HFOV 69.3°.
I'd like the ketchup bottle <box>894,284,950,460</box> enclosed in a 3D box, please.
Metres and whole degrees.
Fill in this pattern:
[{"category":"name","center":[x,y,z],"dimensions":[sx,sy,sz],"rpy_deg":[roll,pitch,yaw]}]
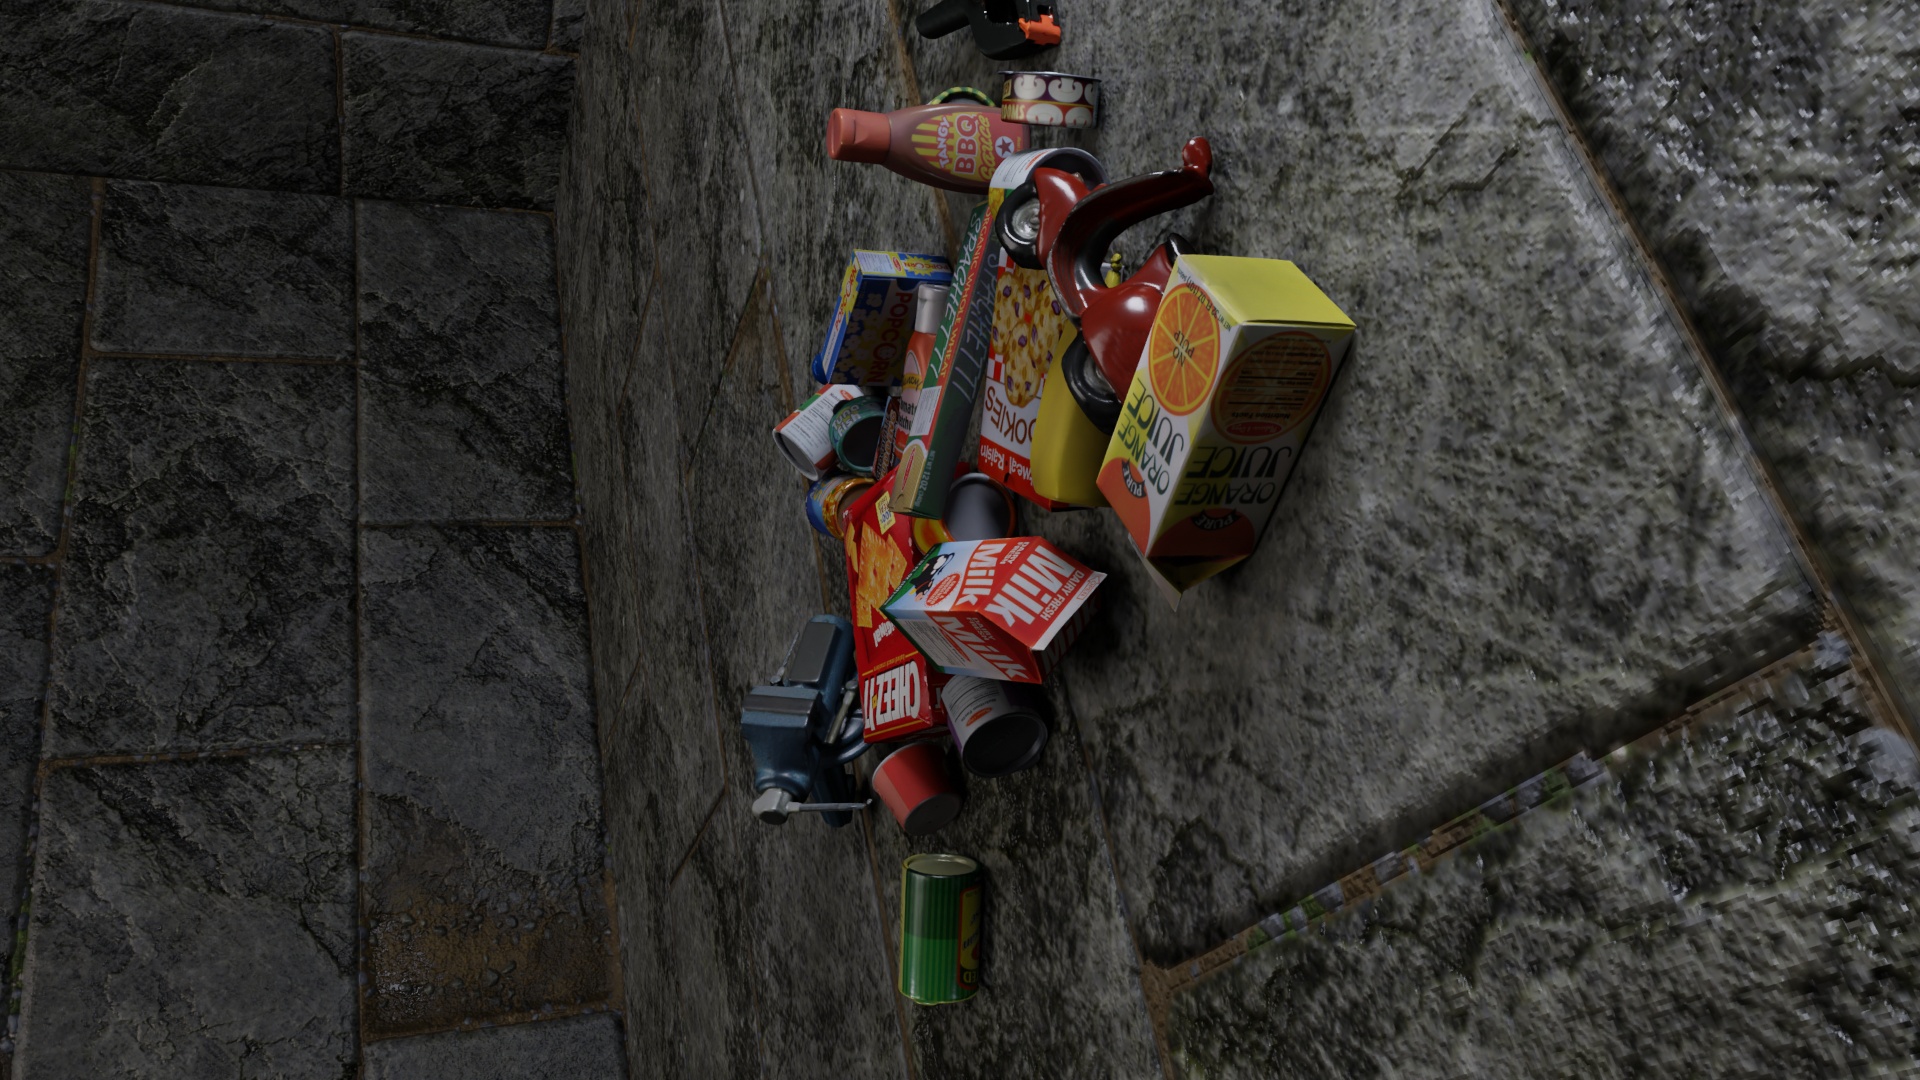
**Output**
[{"category":"ketchup bottle","center":[-0.024,-0.138,1.164],"dimensions":[0.065,0.043,0.148],"rpy_deg":[33,120,58]}]

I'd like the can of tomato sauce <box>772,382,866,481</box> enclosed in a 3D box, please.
[{"category":"can of tomato sauce","center":[-0.128,-0.106,1.327],"dimensions":[0.071,0.083,0.071],"rpy_deg":[41,162,17]}]

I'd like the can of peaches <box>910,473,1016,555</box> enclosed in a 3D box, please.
[{"category":"can of peaches","center":[0.004,-0.014,1.077],"dimensions":[0.058,0.071,0.071],"rpy_deg":[158,109,-65]}]

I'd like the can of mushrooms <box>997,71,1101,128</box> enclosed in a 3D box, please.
[{"category":"can of mushrooms","center":[0.058,-0.297,0.937],"dimensions":[0.071,0.071,0.033],"rpy_deg":[-143,54,-61]}]

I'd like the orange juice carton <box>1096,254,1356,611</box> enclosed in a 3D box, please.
[{"category":"orange juice carton","center":[0.134,-0.054,0.763],"dimensions":[0.072,0.073,0.191],"rpy_deg":[-117,35,-45]}]

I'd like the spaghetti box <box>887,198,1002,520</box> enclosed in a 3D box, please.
[{"category":"spaghetti box","center":[-0.002,-0.137,1.047],"dimensions":[0.050,0.029,0.250],"rpy_deg":[6,79,66]}]

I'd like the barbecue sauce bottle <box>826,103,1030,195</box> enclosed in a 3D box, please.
[{"category":"barbecue sauce bottle","center":[-0.023,-0.293,1.027],"dimensions":[0.043,0.149,0.064],"rpy_deg":[-164,75,-66]}]

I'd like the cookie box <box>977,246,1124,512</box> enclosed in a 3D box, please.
[{"category":"cookie box","center":[0.059,-0.116,0.975],"dimensions":[0.123,0.040,0.167],"rpy_deg":[-145,58,-62]}]

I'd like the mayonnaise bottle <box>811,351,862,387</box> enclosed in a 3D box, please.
[{"category":"mayonnaise bottle","center":[-0.107,-0.178,1.357],"dimensions":[0.148,0.041,0.064],"rpy_deg":[176,92,-66]}]

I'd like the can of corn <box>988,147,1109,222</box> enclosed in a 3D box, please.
[{"category":"can of corn","center":[0.061,-0.230,0.943],"dimensions":[0.058,0.071,0.071],"rpy_deg":[-146,59,-63]}]

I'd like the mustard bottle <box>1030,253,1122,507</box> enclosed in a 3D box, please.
[{"category":"mustard bottle","center":[0.087,-0.103,0.890],"dimensions":[0.049,0.065,0.160],"rpy_deg":[22,103,64]}]

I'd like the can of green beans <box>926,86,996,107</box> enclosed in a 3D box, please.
[{"category":"can of green beans","center":[-0.006,-0.316,1.092],"dimensions":[0.058,0.071,0.071],"rpy_deg":[179,90,-66]}]

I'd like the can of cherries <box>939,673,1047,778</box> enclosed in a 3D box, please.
[{"category":"can of cherries","center":[0.025,0.134,1.031],"dimensions":[0.058,0.071,0.071],"rpy_deg":[-118,36,-48]}]

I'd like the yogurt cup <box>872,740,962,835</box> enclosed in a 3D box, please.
[{"category":"yogurt cup","center":[-0.033,0.211,1.169],"dimensions":[0.054,0.072,0.072],"rpy_deg":[56,141,39]}]

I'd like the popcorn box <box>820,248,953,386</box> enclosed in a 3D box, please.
[{"category":"popcorn box","center":[-0.065,-0.190,1.205],"dimensions":[0.126,0.085,0.038],"rpy_deg":[114,147,-45]}]

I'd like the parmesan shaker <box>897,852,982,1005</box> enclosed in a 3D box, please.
[{"category":"parmesan shaker","center":[-0.017,0.312,1.122],"dimensions":[0.071,0.071,0.103],"rpy_deg":[-169,80,-66]}]

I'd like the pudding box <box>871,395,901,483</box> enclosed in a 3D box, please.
[{"category":"pudding box","center":[-0.053,-0.083,1.248],"dimensions":[0.050,0.030,0.083],"rpy_deg":[-118,36,-48]}]

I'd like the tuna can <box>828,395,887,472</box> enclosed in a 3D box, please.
[{"category":"tuna can","center":[-0.087,-0.099,1.278],"dimensions":[0.033,0.071,0.070],"rpy_deg":[-121,38,-47]}]

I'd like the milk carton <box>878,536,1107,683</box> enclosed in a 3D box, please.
[{"category":"milk carton","center":[0.028,0.048,0.967],"dimensions":[0.073,0.072,0.190],"rpy_deg":[49,158,-18]}]

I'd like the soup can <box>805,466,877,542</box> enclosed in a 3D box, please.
[{"category":"soup can","center":[-0.105,-0.033,1.321],"dimensions":[0.084,0.071,0.071],"rpy_deg":[-164,74,-65]}]
